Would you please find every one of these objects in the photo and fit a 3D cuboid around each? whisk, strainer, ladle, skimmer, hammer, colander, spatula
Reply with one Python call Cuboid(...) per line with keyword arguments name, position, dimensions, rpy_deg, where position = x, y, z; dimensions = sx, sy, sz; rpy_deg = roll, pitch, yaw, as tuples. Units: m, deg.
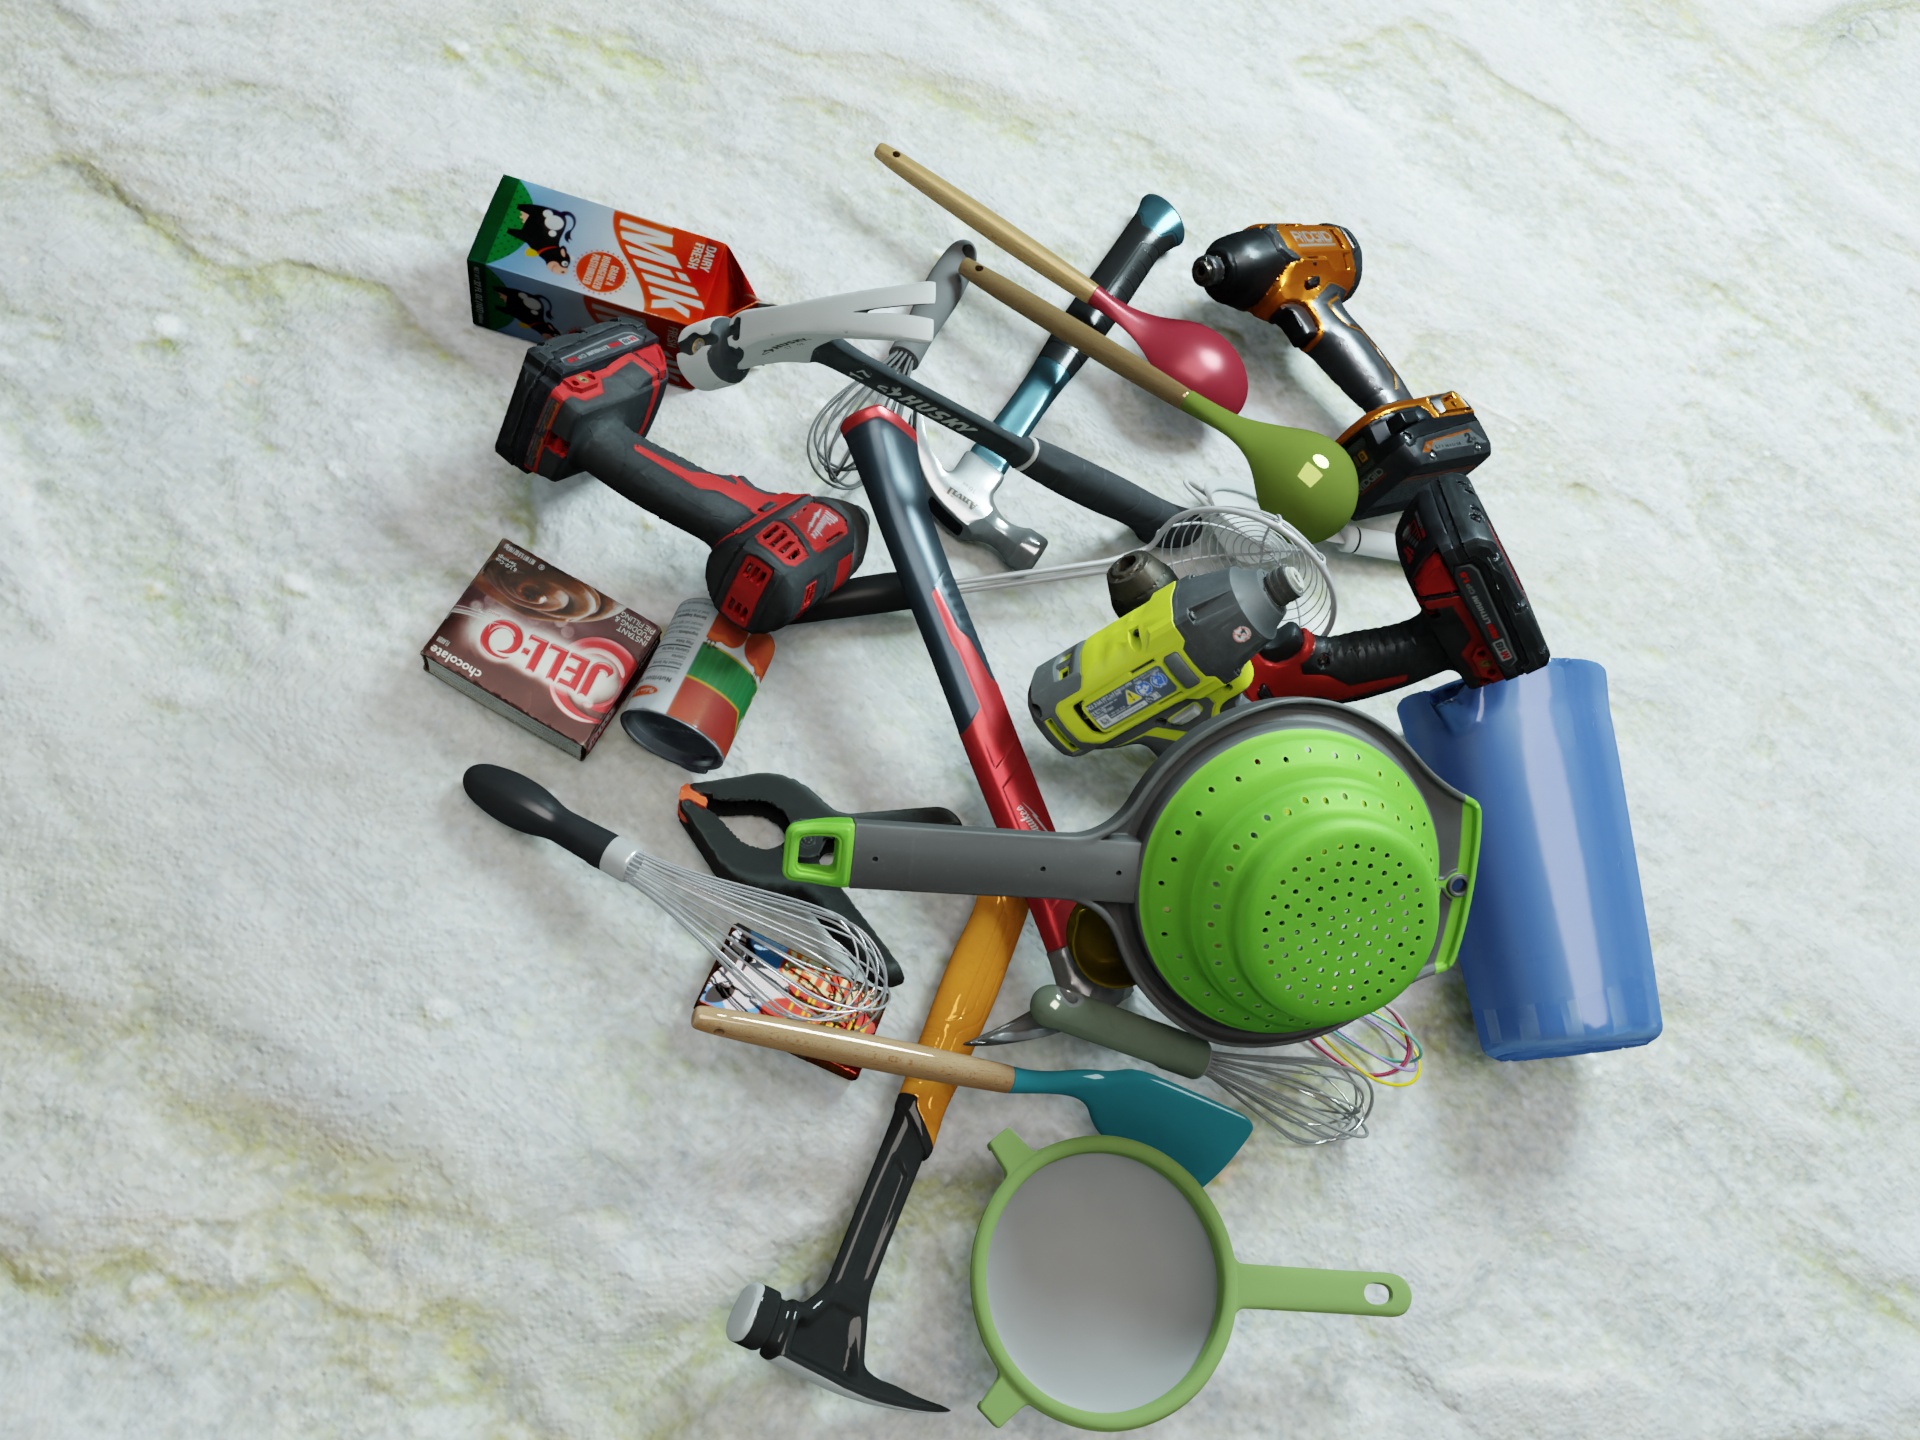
Cuboid(name="whisk", position=(-0.165, 0.093, 0.897), dimensions=(0.285, 0.070, 0.070), rpy_deg=(27, 64, 12))
Cuboid(name="strainer", position=(0.123, 0.317, 0.893), dimensions=(0.256, 0.069, 0.152), rpy_deg=(8, 67, -13))
Cuboid(name="ladle", position=(0.130, -0.224, 1.084), dimensions=(0.320, 0.062, 0.078), rpy_deg=(34, 68, 13))
Cuboid(name="skimmer", position=(0.055, -0.072, 1.016), dimensions=(0.363, 0.127, 0.090), rpy_deg=(-8, 52, -9))
Cuboid(name="strainer", position=(0.265, -0.126, 1.119), dimensions=(0.258, 0.050, 0.087), rpy_deg=(7, 39, -17))
Cuboid(name="whisk", position=(-0.041, -0.251, 1.090), dimensions=(0.055, 0.055, 0.239), rpy_deg=(27, 61, -3))
Cuboid(name="hammer", position=(0.032, -0.166, 0.942), dimensions=(0.408, 0.149, 0.036), rpy_deg=(15, 76, -51))
Cuboid(name="hammer", position=(0.073, -0.257, 1.126), dimensions=(0.128, 0.033, 0.331), rpy_deg=(34, 65, -1))
Cuboid(name="whisk", position=(0.181, 0.153, 0.987), dimensions=(0.245, 0.051, 0.047), rpy_deg=(32, 71, 3))
Cuboid(name="hammer", position=(-0.011, 0.213, 0.910), dimensions=(0.127, 0.034, 0.337), rpy_deg=(32, 60, -17))
Cuboid(name="colander", position=(0.107, 0.090, 0.838), dimensions=(0.397, 0.094, 0.204), rpy_deg=(4, 101, -11))
Cuboid(name="whisk", position=(0.144, 0.200, 0.927), dimensions=(0.246, 0.059, 0.058), rpy_deg=(23, 20, -22))
Cuboid(name="spatula", position=(0.006, 0.201, 0.874), dimensions=(0.317, 0.082, 0.044), rpy_deg=(16, 38, -19))
Cuboid(name="hammer", position=(-0.002, -0.003, 0.945), dimensions=(0.143, 0.038, 0.386), rpy_deg=(-19, 84, -33))
Cuboid(name="ladle", position=(0.072, -0.313, 1.116), dimensions=(0.315, 0.031, 0.069), rpy_deg=(34, 66, 0))

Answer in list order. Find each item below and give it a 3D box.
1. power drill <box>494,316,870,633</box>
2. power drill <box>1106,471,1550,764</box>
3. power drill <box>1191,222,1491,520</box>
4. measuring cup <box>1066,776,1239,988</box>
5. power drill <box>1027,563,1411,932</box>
Cuboid(name="power drill", position=(-0.158, -0.148, 0.972), dimensions=(0.220, 0.078, 0.143), rpy_deg=(36, 34, 7))
Cuboid(name="power drill", position=(0.216, -0.062, 0.965), dimensions=(0.187, 0.226, 0.080), rpy_deg=(52, 25, -29))
Cuboid(name="power drill", position=(0.260, -0.256, 1.128), dimensions=(0.164, 0.084, 0.227), rpy_deg=(-16, 71, -41))
Cuboid(name="measuring cup", position=(0.114, 0.080, 0.906), dimensions=(0.062, 0.029, 0.156), rpy_deg=(32, 89, -14))
Cuboid(name="power drill", position=(0.172, 0.015, 0.939), dimensions=(0.223, 0.171, 0.080), rpy_deg=(46, 32, -23))
